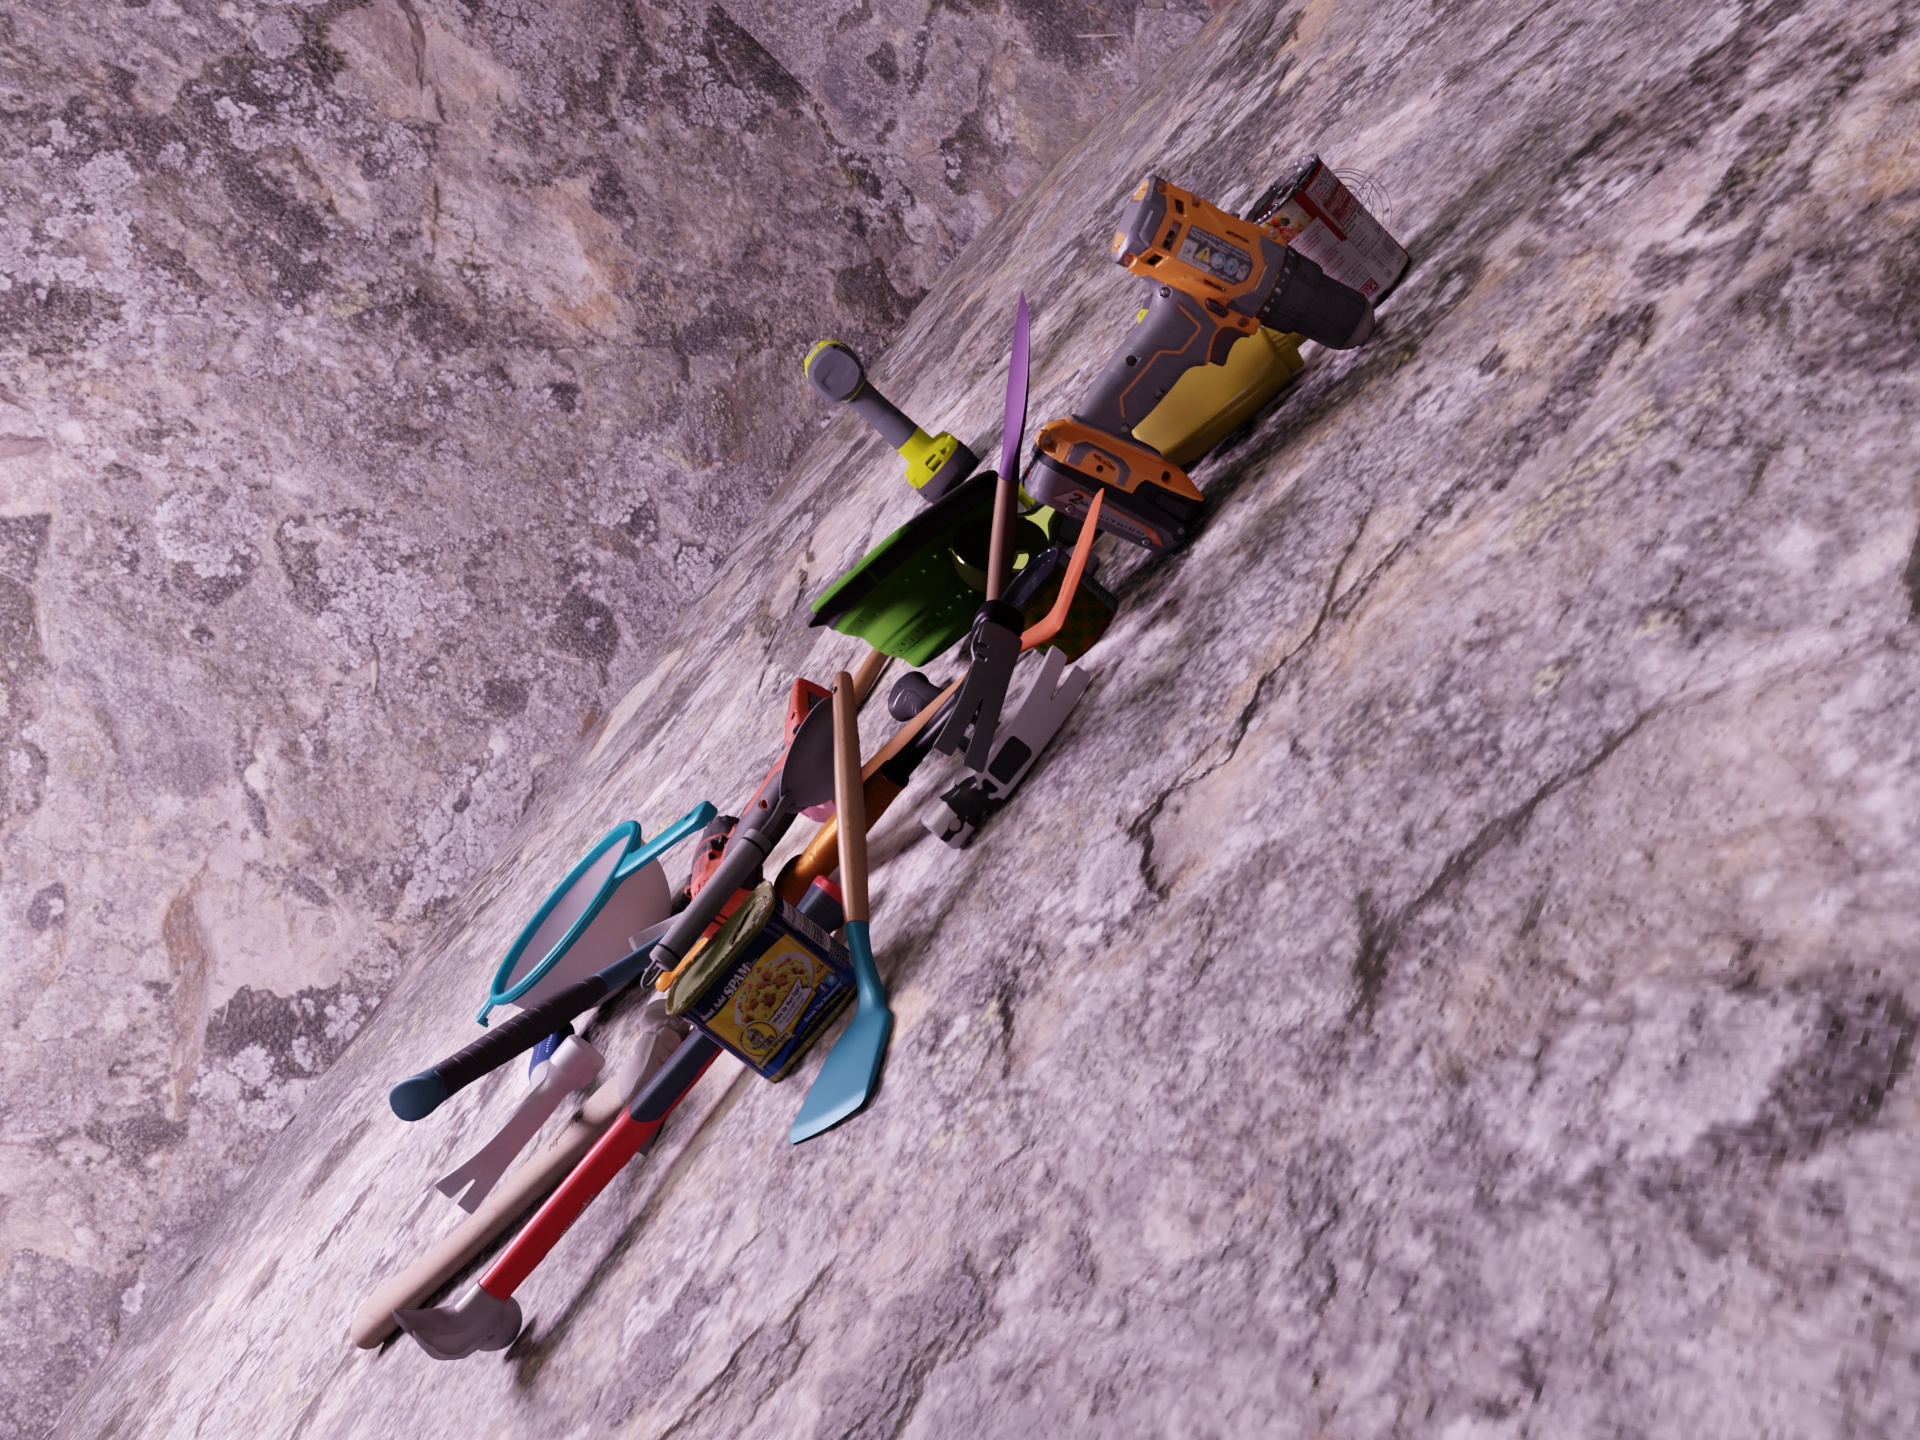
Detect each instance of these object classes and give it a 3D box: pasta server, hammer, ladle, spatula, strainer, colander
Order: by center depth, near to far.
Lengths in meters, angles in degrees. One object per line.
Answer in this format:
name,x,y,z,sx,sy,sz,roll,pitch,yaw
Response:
spatula,-0.074,0.101,0.991,0.082,0.044,0.318,-38,46,42
hammer,-0.209,0.254,1.051,0.386,0.038,0.143,-49,-17,-12
strainer,-0.130,0.077,1.064,0.258,0.050,0.086,-53,-24,-24
hammer,-0.057,0.055,1.092,0.336,0.034,0.127,-48,19,47
spatula,0.002,-0.033,1.097,0.322,0.041,0.081,-41,19,34
spatula,0.033,-0.150,1.117,0.060,0.018,0.315,-97,8,-45
hammer,-0.002,-0.004,1.183,0.146,0.035,0.335,-50,16,-1
hammer,-0.288,0.209,1.215,0.128,0.033,0.331,-28,1,40
ladle,0.113,-0.223,1.221,0.320,0.062,0.078,-49,58,2
hammer,-0.356,0.383,1.241,0.410,0.038,0.146,-44,18,21
hammer,-0.349,0.296,1.308,0.144,0.035,0.405,-49,7,-10
colander,0.001,-0.131,1.407,0.204,0.094,0.397,-39,1,22
pasta server,-0.147,0.064,1.413,0.060,0.040,0.316,-41,12,-16
strainer,-0.299,0.174,1.463,0.340,0.095,0.211,-34,22,37

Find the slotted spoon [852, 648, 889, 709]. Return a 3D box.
slotted spoon,-0.079,-0.062,1.542,0.070,0.031,0.314,-25,30,56

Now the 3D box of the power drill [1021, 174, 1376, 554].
power drill,0.161,-0.231,1.089,0.084,0.185,0.226,-102,35,-71

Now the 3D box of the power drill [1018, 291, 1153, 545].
power drill,0.134,-0.255,1.328,0.223,0.080,0.171,-50,16,10

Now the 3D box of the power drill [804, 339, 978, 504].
power drill,-0.094,-0.367,1.909,0.080,0.228,0.191,-47,16,7

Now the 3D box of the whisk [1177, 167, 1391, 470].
whisk,0.231,-0.297,1.208,0.284,0.070,0.070,-55,16,0

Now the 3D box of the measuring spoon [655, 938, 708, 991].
measuring spoon,-0.226,0.190,1.379,0.117,0.011,0.021,-48,16,4
